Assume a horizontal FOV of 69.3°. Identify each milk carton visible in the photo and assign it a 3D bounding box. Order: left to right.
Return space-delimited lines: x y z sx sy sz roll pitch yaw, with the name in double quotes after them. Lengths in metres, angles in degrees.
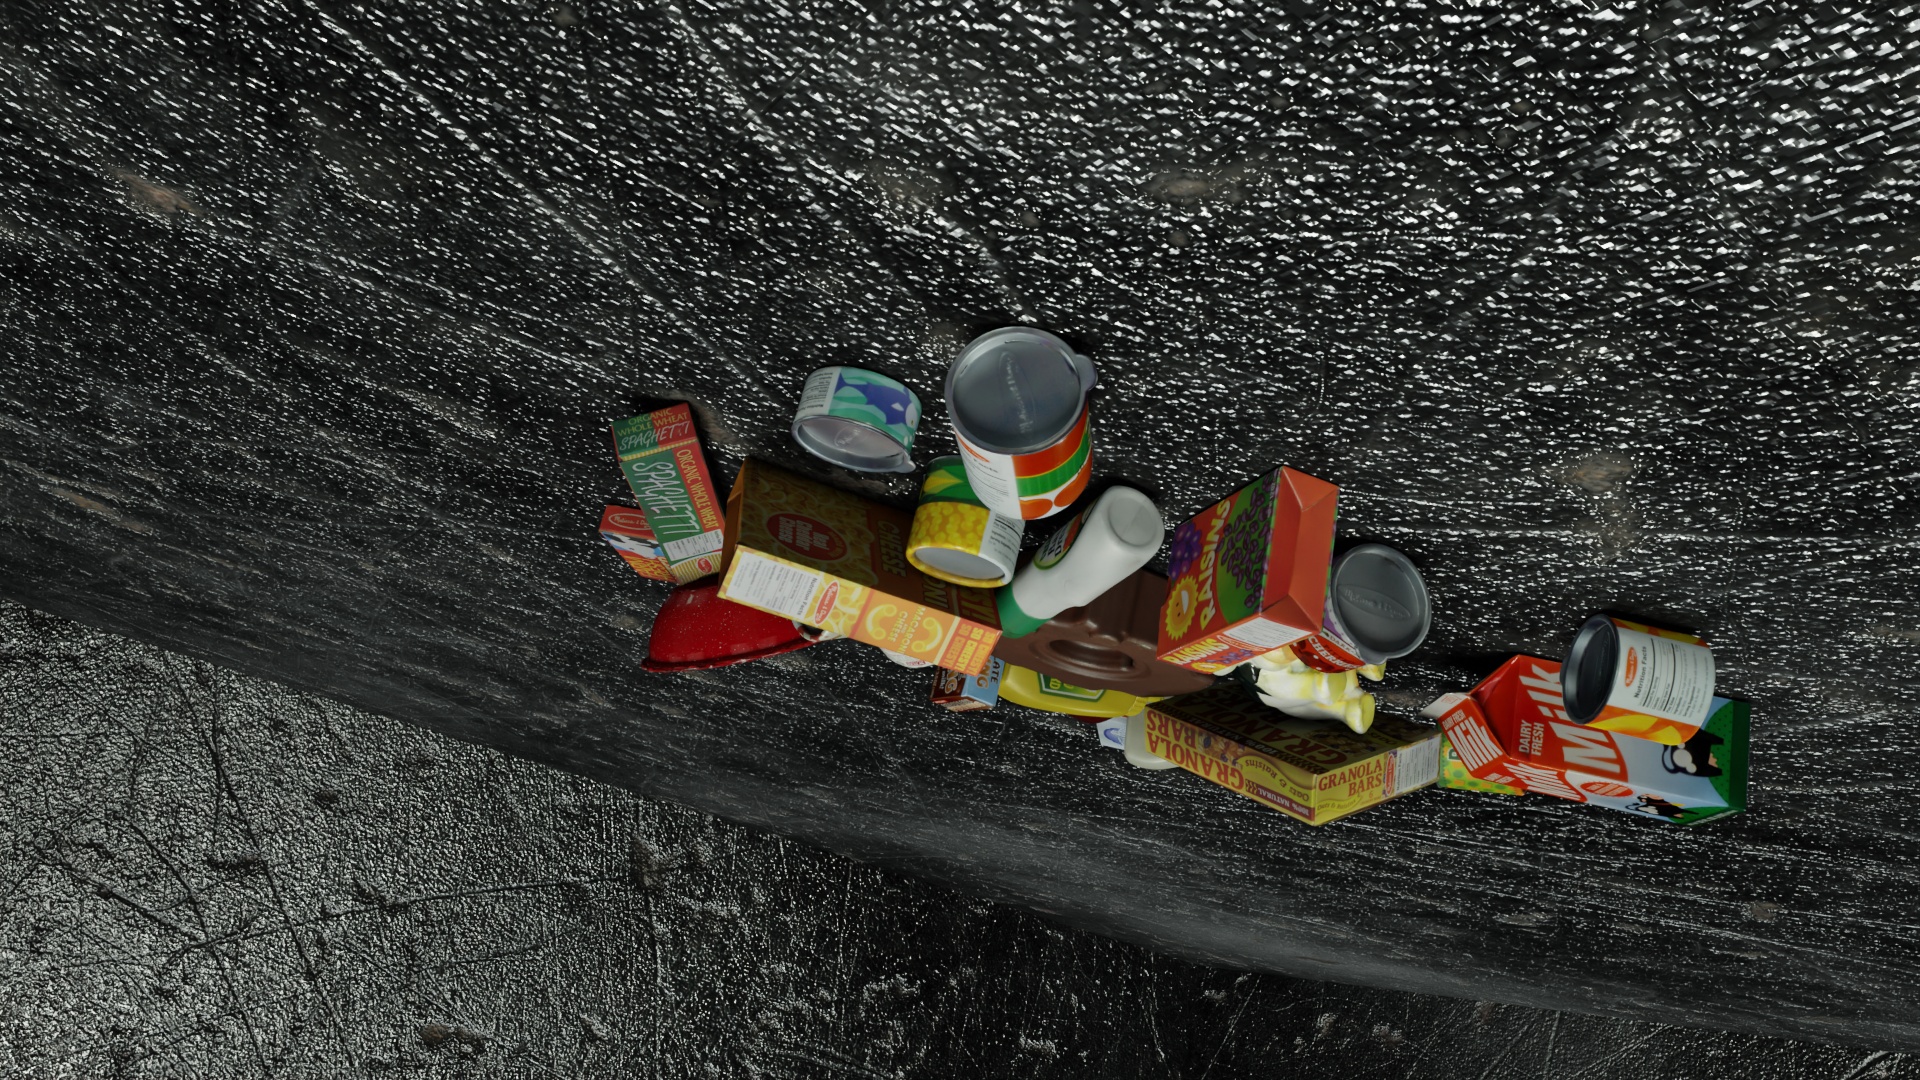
0.407 0.128 0.917 0.191 0.073 0.072 12 160 6 "milk carton"

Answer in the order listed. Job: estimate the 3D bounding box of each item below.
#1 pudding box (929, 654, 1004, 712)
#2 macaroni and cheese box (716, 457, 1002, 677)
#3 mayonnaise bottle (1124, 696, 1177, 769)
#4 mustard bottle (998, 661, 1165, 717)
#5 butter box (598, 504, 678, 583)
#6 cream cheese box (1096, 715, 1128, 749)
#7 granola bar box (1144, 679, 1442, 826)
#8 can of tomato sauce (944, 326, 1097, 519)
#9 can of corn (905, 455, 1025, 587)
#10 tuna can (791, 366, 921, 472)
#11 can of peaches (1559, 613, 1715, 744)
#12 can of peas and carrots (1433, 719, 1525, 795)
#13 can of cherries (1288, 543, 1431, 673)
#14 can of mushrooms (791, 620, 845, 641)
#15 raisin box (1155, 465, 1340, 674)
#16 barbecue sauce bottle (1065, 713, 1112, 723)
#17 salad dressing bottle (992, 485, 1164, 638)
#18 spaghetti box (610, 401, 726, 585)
0.010 0.084 1.044 0.030 0.084 0.049 26 157 -30 "pudding box"
-0.063 0.015 0.863 0.166 0.040 0.124 19 -156 -15 "macaroni and cheese box"
0.215 0.165 1.167 0.148 0.065 0.041 4 157 17 "mayonnaise bottle"
0.098 0.107 1.087 0.160 0.065 0.048 16 166 -24 "mustard bottle"
-0.237 0.005 1.081 0.053 0.024 0.103 9 160 10 "butter box"
0.153 0.170 1.275 0.053 0.024 0.103 10 160 13 "cream cheese box"
0.229 0.142 0.972 0.124 0.039 0.165 -10 -165 -32 "granola bar box"
0.032 -0.056 0.675 0.071 0.071 0.083 10 160 11 "can of tomato sauce"
0.003 -0.010 0.826 0.071 0.058 0.071 12 160 5 "can of corn"
-0.053 -0.064 0.754 0.071 0.033 0.071 12 160 5 "tuna can"
0.393 0.081 0.809 0.058 0.071 0.071 13 160 0 "can of peaches"
0.376 0.147 1.001 0.058 0.071 0.071 1 157 29 "can of peas and carrots"
0.226 0.043 0.804 0.071 0.072 0.058 19 160 -14 "can of cherries"
-0.087 0.034 0.932 0.033 0.071 0.071 -3 173 -37 "can of mushrooms"
0.155 0.020 0.768 0.040 0.086 0.123 17 160 -13 "raisin box"
0.063 0.106 1.131 0.148 0.044 0.064 27 157 -31 "barbecue sauce bottle"
0.063 0.018 0.832 0.044 0.064 0.147 39 144 -7 "salad dressing bottle"
-0.185 -0.024 0.930 0.050 0.029 0.249 -16 162 -8 "spaghetti box"
